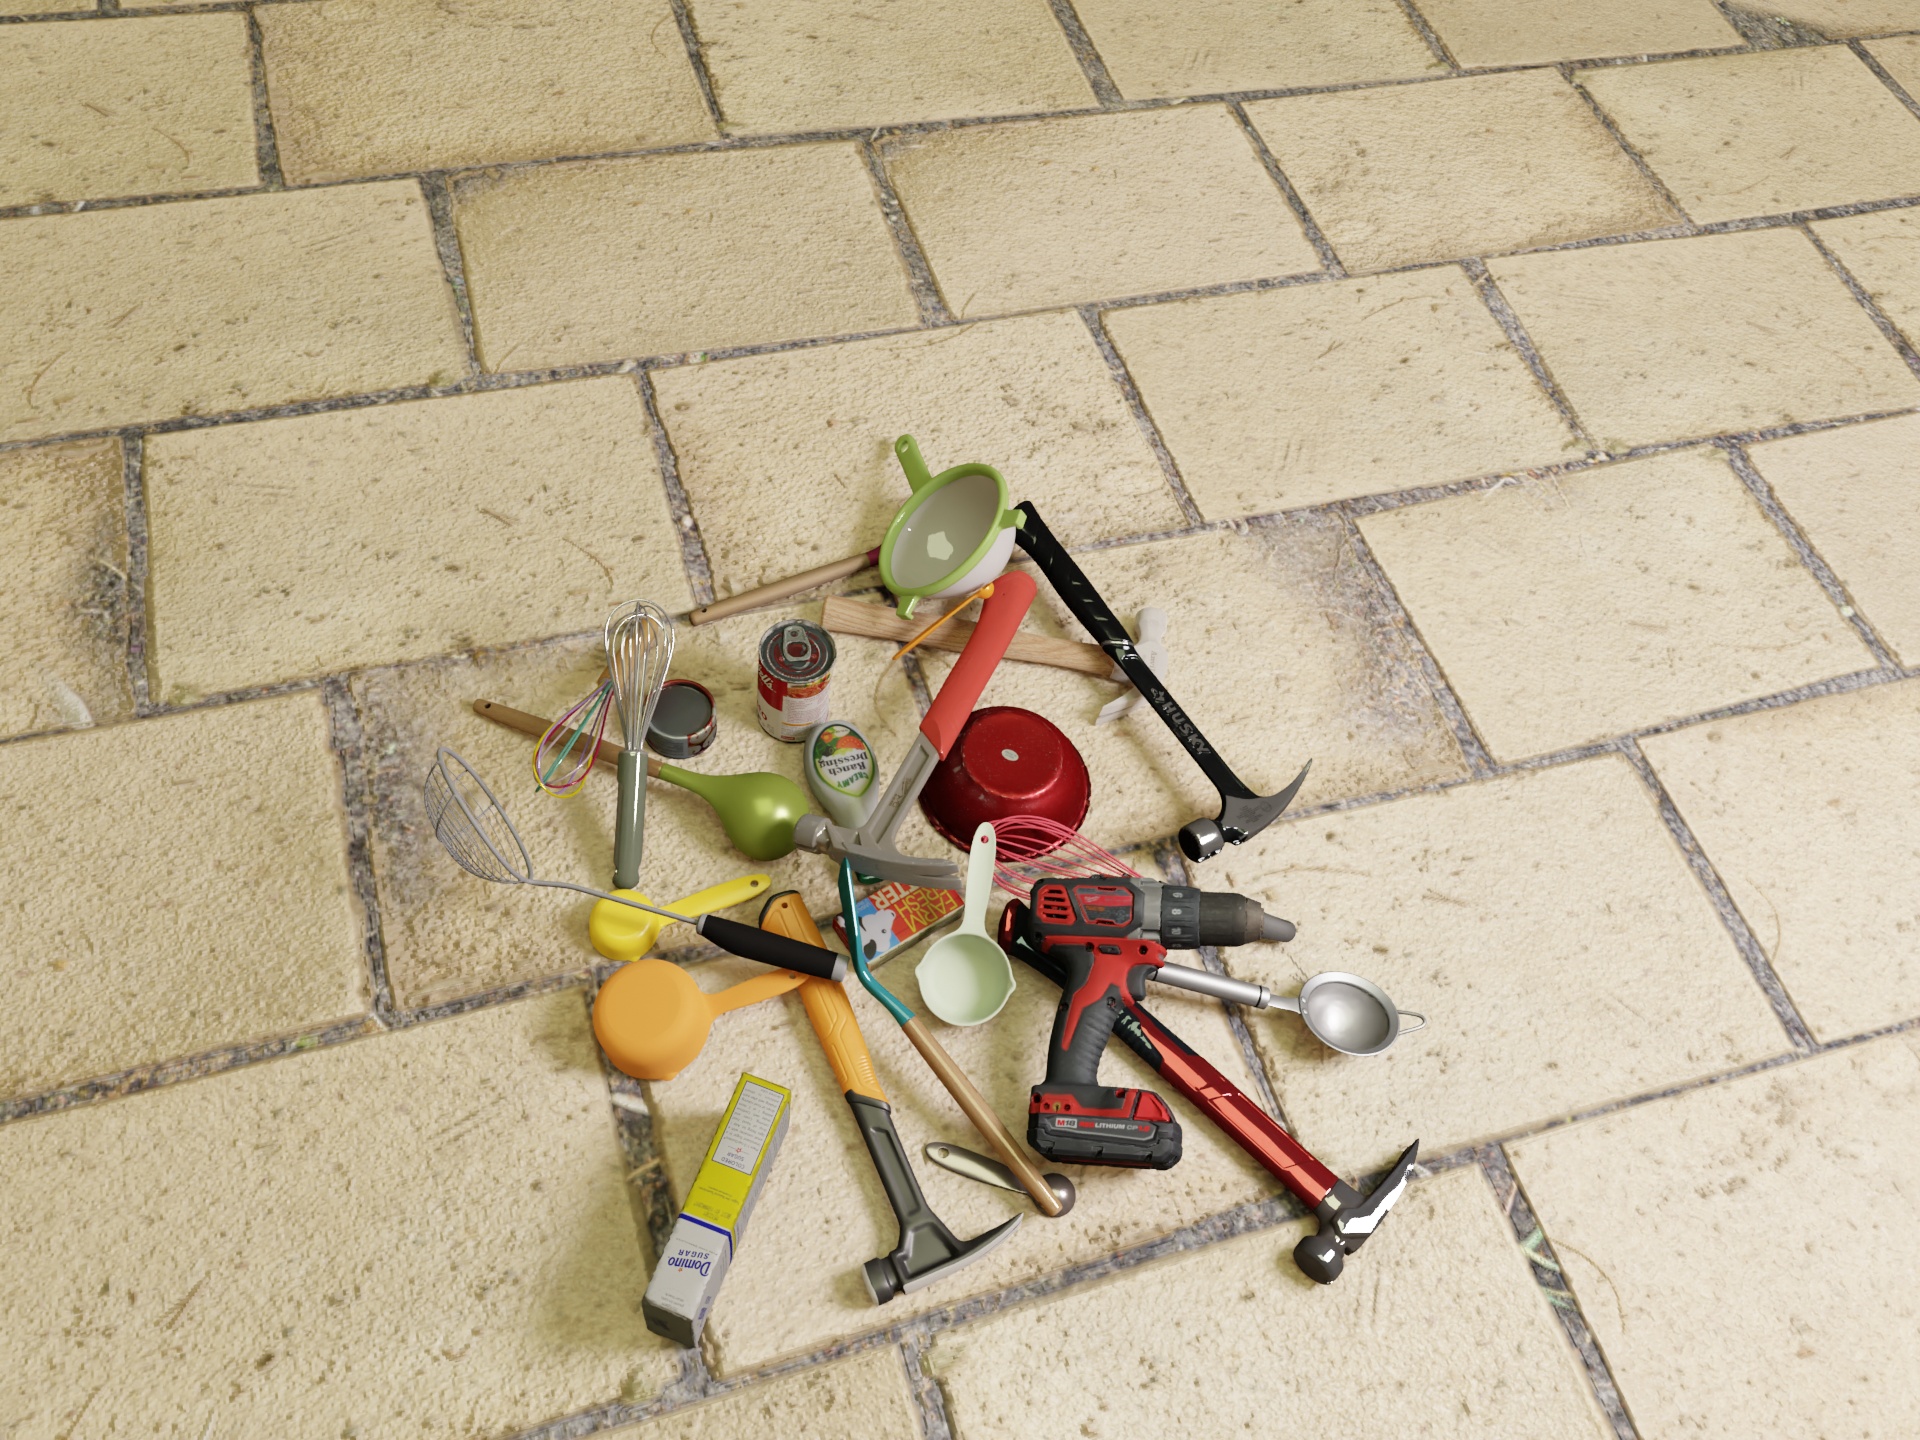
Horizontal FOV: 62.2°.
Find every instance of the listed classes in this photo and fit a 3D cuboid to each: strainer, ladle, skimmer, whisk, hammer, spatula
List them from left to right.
[{"bbox_3d":[-0.313,-0.014,1.384,0.047,0.051,0.245,27,38,-6],"label":"whisk"},{"bbox_3d":[-0.276,0.020,1.339,0.059,0.058,0.246,4,85,-17],"label":"whisk"},{"bbox_3d":[-0.281,0.042,1.387,0.320,0.062,0.078,19,61,12],"label":"ladle"},{"bbox_3d":[-0.255,0.117,1.269,0.363,0.127,0.090,17,83,0],"label":"skimmer"},{"bbox_3d":[-0.075,0.277,1.257,0.127,0.034,0.337,-21,61,-13],"label":"hammer"},{"bbox_3d":[-0.016,0.251,1.252,0.044,0.082,0.318,-34,76,-21],"label":"spatula"},{"bbox_3d":[-0.013,-0.197,1.546,0.151,0.069,0.257,-39,38,14],"label":"strainer"},{"bbox_3d":[-0.002,-0.004,1.391,0.149,0.036,0.359,12,48,22],"label":"hammer"},{"bbox_3d":[0.032,-0.073,1.508,0.331,0.031,0.130,9,56,-2],"label":"hammer"},{"bbox_3d":[0.162,-0.057,1.476,0.149,0.036,0.409,-23,62,-23],"label":"hammer"},{"bbox_3d":[0.150,0.144,1.363,0.295,0.073,0.073,17,56,-7],"label":"whisk"},{"bbox_3d":[0.189,0.272,1.303,0.386,0.038,0.143,40,59,17],"label":"hammer"},{"bbox_3d":[0.257,0.232,1.323,0.258,0.050,0.087,15,41,-6],"label":"strainer"}]

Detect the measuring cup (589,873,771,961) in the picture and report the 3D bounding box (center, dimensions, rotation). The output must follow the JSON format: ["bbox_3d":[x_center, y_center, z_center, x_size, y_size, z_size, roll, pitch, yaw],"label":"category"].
[{"bbox_3d":[-0.232,0.152,1.321,0.156,0.029,0.062,-18,62,-16],"label":"measuring cup"}]

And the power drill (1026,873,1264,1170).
[{"bbox_3d":[0.142,0.232,1.248,0.188,0.080,0.227,1,69,11],"label":"power drill"}]

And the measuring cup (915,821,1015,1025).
[{"bbox_3d":[0.009,0.168,1.314,0.083,0.038,0.168,9,77,-3],"label":"measuring cup"}]

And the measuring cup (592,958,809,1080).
[{"bbox_3d":[-0.204,0.218,1.252,0.173,0.052,0.095,-19,61,-6],"label":"measuring cup"}]

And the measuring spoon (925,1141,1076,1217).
[{"bbox_3d":[0.031,0.352,1.238,0.124,0.018,0.034,19,57,5],"label":"measuring spoon"}]

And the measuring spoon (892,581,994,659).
[{"bbox_3d":[-0.015,-0.089,1.465,0.117,0.021,0.011,-37,101,7],"label":"measuring spoon"}]

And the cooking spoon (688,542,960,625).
[{"bbox_3d":[-0.114,-0.148,1.542,0.319,0.017,0.069,-21,61,-21],"label":"cooking spoon"}]
